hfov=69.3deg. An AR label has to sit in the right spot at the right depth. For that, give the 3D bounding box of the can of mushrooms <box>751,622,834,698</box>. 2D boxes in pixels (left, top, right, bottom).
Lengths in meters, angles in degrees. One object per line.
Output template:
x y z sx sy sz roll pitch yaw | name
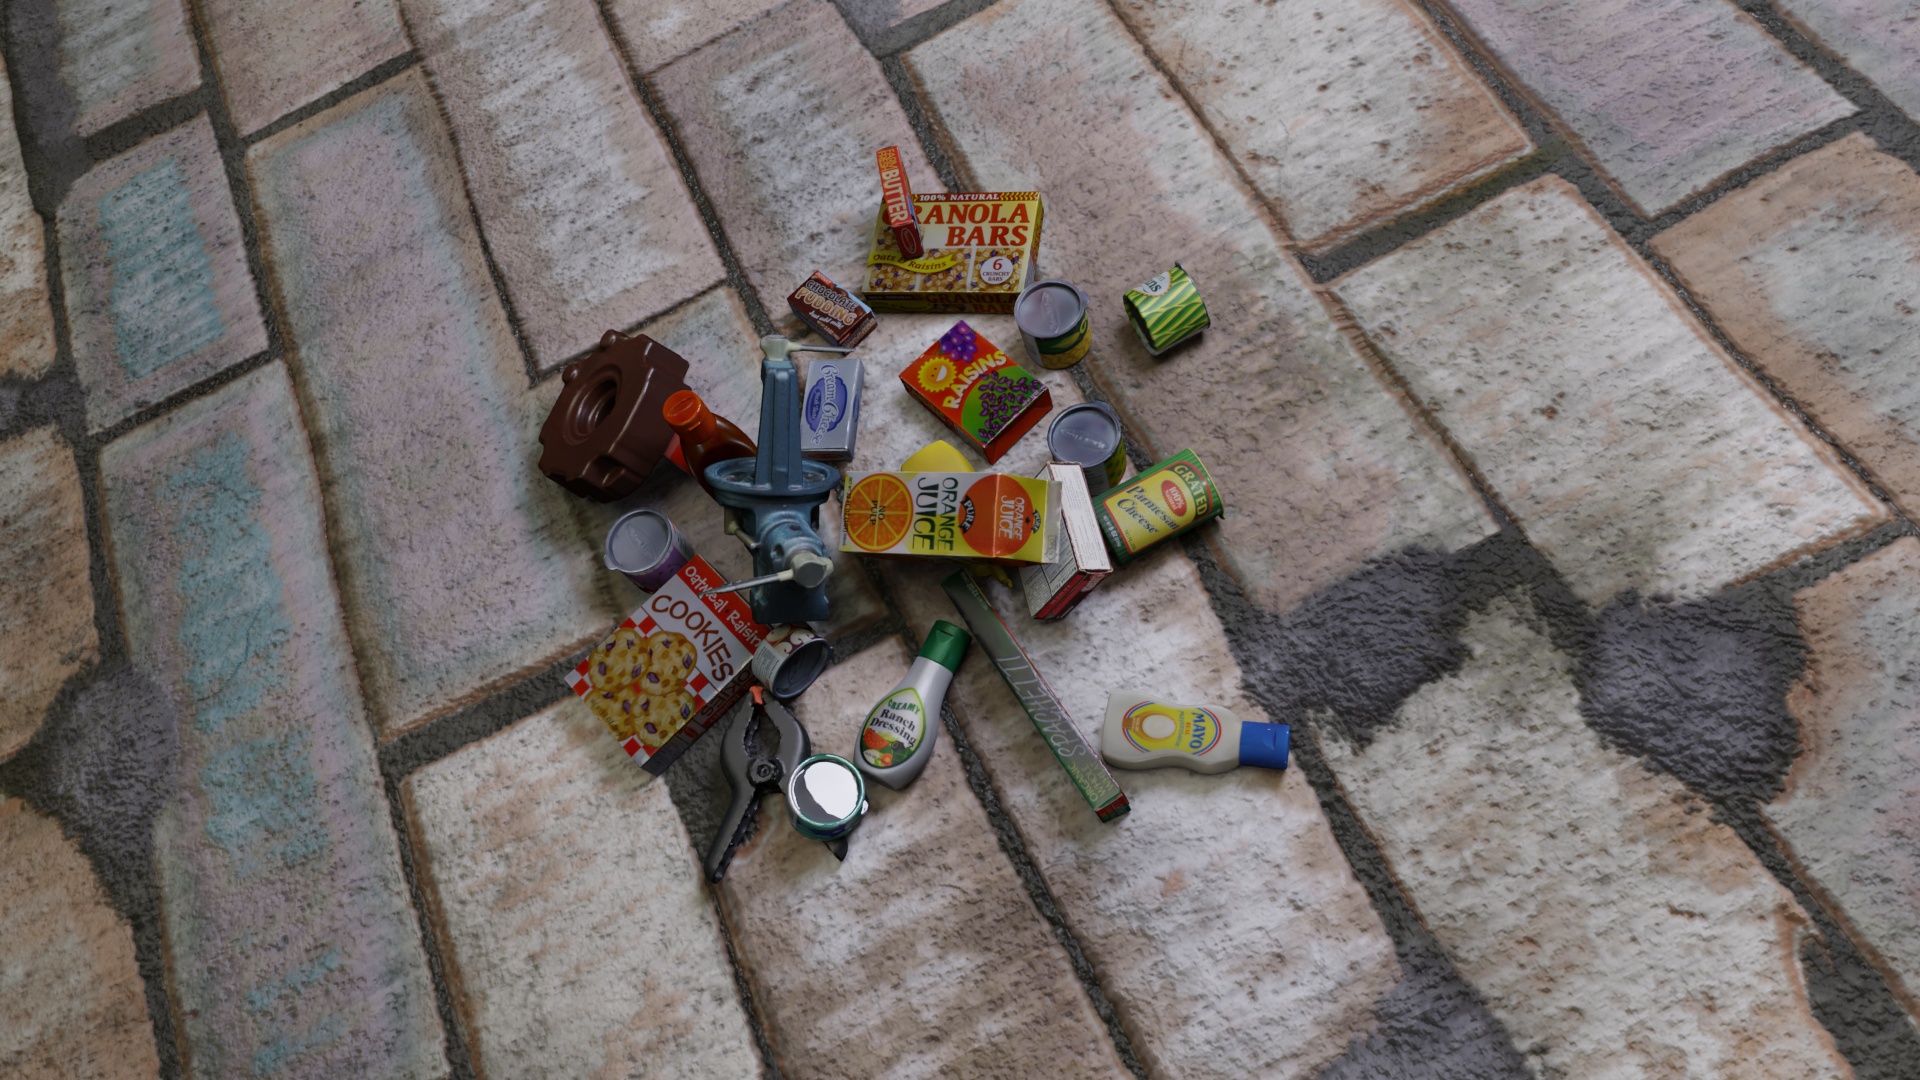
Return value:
-0.148 0.103 1.228 0.033 0.071 0.071 38 79 27 | can of mushrooms

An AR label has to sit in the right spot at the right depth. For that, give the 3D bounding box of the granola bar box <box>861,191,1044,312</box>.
-0.006 -0.289 1.395 0.165 0.039 0.124 3 65 15 | granola bar box

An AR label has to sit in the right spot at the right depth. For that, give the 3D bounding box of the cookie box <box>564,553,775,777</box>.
-0.256 0.111 1.263 0.168 0.040 0.123 -44 64 -8 | cookie box

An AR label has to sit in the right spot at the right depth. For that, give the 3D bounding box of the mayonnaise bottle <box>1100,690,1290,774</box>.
0.192 0.160 1.132 0.148 0.041 0.065 4 64 16 | mayonnaise bottle

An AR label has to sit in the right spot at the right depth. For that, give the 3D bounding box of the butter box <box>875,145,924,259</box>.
-0.060 -0.335 1.377 0.024 0.053 0.104 -14 62 5 | butter box

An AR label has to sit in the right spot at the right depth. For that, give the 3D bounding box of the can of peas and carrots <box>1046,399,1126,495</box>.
0.116 -0.084 1.257 0.071 0.058 0.071 -5 64 11 | can of peas and carrots

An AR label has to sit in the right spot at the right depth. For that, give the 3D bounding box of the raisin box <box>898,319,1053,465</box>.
0.014 -0.142 1.320 0.086 0.040 0.123 -44 63 -8 | raisin box

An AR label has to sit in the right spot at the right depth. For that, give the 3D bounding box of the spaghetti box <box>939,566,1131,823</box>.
0.061 0.128 1.174 0.029 0.050 0.251 -34 62 -2 | spaghetti box

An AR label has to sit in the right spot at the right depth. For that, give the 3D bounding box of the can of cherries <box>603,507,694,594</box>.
-0.294 0.012 1.309 0.071 0.058 0.072 -5 65 11 | can of cherries

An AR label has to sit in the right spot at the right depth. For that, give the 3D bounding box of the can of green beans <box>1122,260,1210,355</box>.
0.192 -0.214 1.297 0.058 0.071 0.071 -28 62 0 | can of green beans

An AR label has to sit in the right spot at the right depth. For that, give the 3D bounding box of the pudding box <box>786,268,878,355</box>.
-0.129 -0.231 1.401 0.050 0.030 0.084 -44 64 -10 | pudding box

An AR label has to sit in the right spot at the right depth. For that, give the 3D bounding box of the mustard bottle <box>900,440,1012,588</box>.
0.004 -0.016 1.257 0.065 0.048 0.161 -33 63 2 | mustard bottle

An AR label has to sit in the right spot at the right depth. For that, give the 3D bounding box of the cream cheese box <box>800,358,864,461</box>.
-0.126 -0.128 1.355 0.053 0.024 0.104 0 65 13 | cream cheese box

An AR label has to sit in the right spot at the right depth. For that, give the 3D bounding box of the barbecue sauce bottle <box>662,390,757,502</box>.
-0.230 -0.087 1.290 0.065 0.148 0.044 -34 63 -3 | barbecue sauce bottle

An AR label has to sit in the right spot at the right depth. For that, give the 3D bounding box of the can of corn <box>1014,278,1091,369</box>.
0.091 -0.206 1.321 0.071 0.058 0.071 -5 64 11 | can of corn

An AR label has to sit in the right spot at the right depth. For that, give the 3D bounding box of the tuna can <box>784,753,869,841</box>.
-0.110 0.213 1.157 0.071 0.032 0.071 4 58 -7 | tuna can

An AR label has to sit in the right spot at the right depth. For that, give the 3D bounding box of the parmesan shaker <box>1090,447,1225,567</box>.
0.170 -0.026 1.214 0.103 0.071 0.071 -28 62 -1 | parmesan shaker

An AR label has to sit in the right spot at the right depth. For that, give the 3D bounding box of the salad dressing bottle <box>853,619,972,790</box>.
-0.039 0.140 1.195 0.064 0.044 0.148 21 71 22 | salad dressing bottle

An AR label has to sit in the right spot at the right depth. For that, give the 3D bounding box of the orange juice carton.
-0.003 -0.018 1.188 0.192 0.073 0.072 2 83 26 | orange juice carton

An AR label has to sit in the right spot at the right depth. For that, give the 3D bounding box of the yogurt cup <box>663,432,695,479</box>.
-0.264 -0.096 1.351 0.072 0.072 0.054 33 85 25 | yogurt cup
